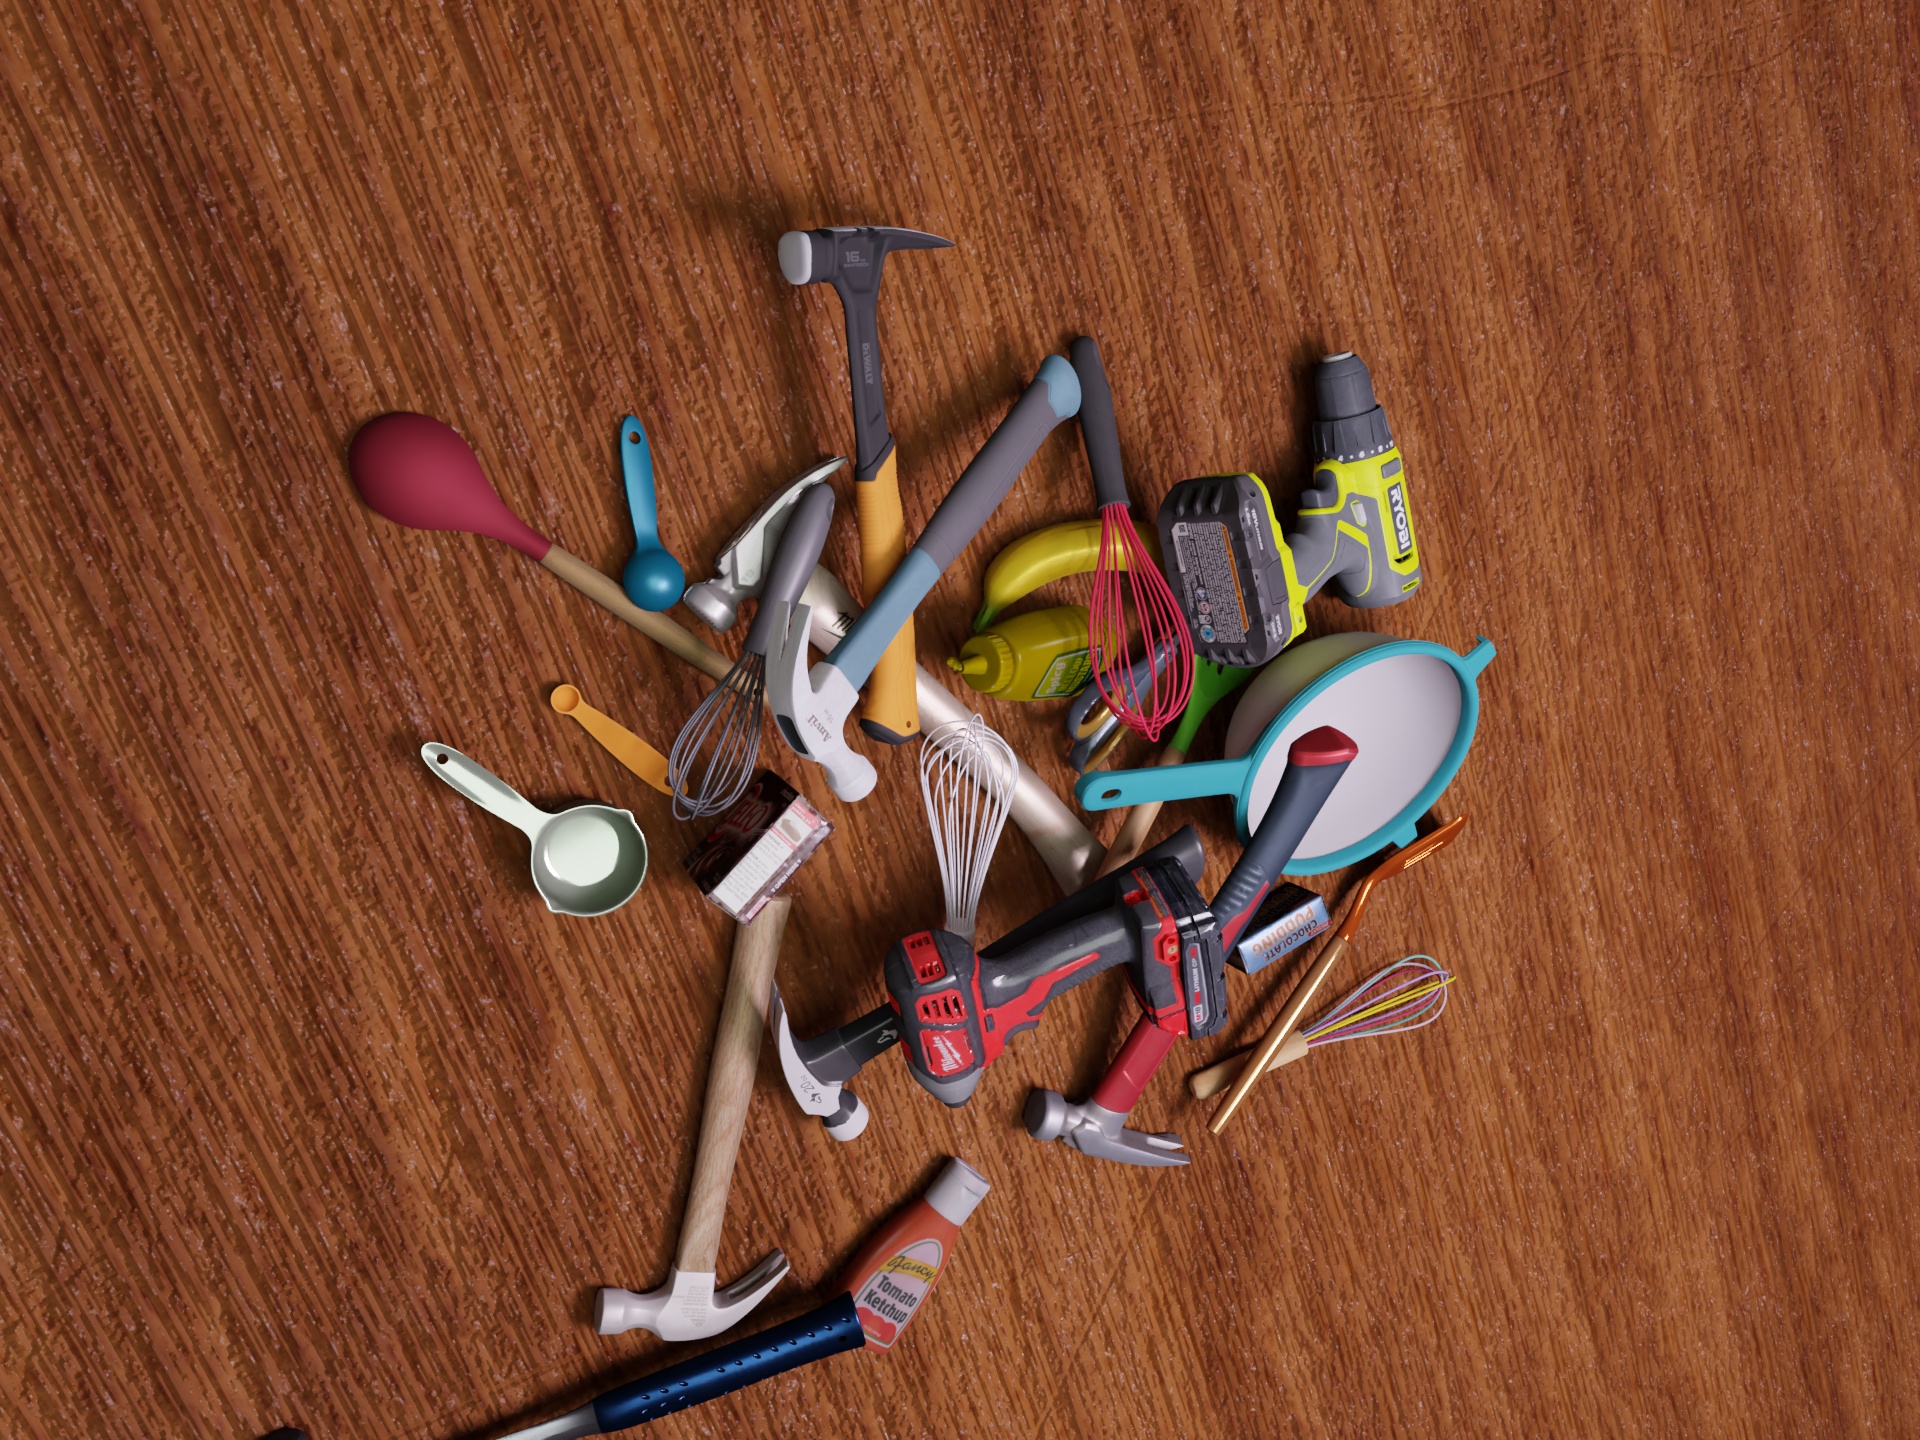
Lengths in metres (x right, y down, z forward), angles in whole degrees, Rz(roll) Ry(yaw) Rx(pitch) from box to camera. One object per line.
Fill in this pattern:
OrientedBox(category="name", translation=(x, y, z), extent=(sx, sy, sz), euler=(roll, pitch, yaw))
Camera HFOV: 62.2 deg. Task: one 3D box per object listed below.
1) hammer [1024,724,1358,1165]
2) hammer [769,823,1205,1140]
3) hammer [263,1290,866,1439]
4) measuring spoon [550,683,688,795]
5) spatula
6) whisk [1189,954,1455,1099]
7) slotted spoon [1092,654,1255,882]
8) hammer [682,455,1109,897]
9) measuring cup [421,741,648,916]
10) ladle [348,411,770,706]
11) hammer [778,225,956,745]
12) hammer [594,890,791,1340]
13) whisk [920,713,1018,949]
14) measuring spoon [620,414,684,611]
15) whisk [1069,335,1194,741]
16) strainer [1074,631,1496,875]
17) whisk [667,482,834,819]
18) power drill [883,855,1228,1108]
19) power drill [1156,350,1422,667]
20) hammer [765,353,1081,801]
OrientedBox(category="hammer", translation=(0.194, 0.175, 1.178), extent=(0.143, 0.038, 0.386), euler=(19, 113, -23))
OrientedBox(category="hammer", translation=(0.022, 0.166, 1.110), extent=(0.335, 0.035, 0.146), euler=(-30, 128, -1))
OrientedBox(category="hammer", translation=(-0.262, 0.493, 1.109), extent=(0.405, 0.035, 0.144), euler=(-17, 106, -11))
OrientedBox(category="measuring spoon", translation=(-0.228, 0.014, 1.069), extent=(0.116, 0.011, 0.021), euler=(42, 84, -26))
OrientedBox(category="spatula", translation=(0.299, 0.199, 1.269), extent=(0.041, 0.081, 0.322), euler=(34, 80, 18))
OrientedBox(category="whisk", translation=(0.298, 0.252, 1.296), extent=(0.245, 0.047, 0.051), euler=(-20, 108, -13))
OrientedBox(category="slotted spoon", translation=(0.148, 0.044, 1.185), extent=(0.070, 0.031, 0.314), euler=(37, 77, -39))
OrientedBox(category="hammer", translation=(-0.002, -0.004, 1.137), extent=(0.410, 0.038, 0.146), euler=(44, 82, -22))
OrientedBox(category="measuring cup", translation=(-0.282, 0.063, 1.043), extent=(0.167, 0.038, 0.083), euler=(39, 85, -21))
OrientedBox(category="ladle", translation=(-0.248, -0.094, 1.032), extent=(0.315, 0.031, 0.069), euler=(34, 85, -25))
OrientedBox(category="hammer", translation=(-0.049, -0.149, 1.044), extent=(0.127, 0.034, 0.336), euler=(-18, 111, -42))
OrientedBox(category="hammer", translation=(-0.166, 0.281, 1.130), extent=(0.130, 0.031, 0.331), euler=(10, 96, -22))
OrientedBox(category="whisk", translation=(0.001, 0.125, 1.131), extent=(0.070, 0.070, 0.284), euler=(-7, 119, -20))
OrientedBox(category="measuring spoon", translation=(-0.202, -0.135, 1.033), extent=(0.042, 0.021, 0.128), euler=(-11, 96, -36))
OrientedBox(category="whisk", translation=(0.109, -0.129, 1.100), extent=(0.073, 0.073, 0.296), euler=(-4, 77, -20))
OrientedBox(category="strainer", translation=(0.219, 0.014, 1.174), extent=(0.340, 0.095, 0.210), euler=(-6, 127, -25))
OrientedBox(category="whisk", translation=(-0.133, -0.045, 1.031), extent=(0.055, 0.055, 0.239), euler=(24, 84, -23))
OrientedBox(category="power drill", translation=(0.063, 0.184, 1.072), extent=(0.219, 0.079, 0.143), euler=(-16, 126, -8))
OrientedBox(category="power drill", translation=(0.246, -0.152, 1.153), extent=(0.228, 0.080, 0.190), euler=(-29, 111, -38))
OrientedBox(category="hammer", translation=(-0.015, -0.112, 1.039), extent=(0.331, 0.033, 0.128), euler=(-55, 132, -22))
